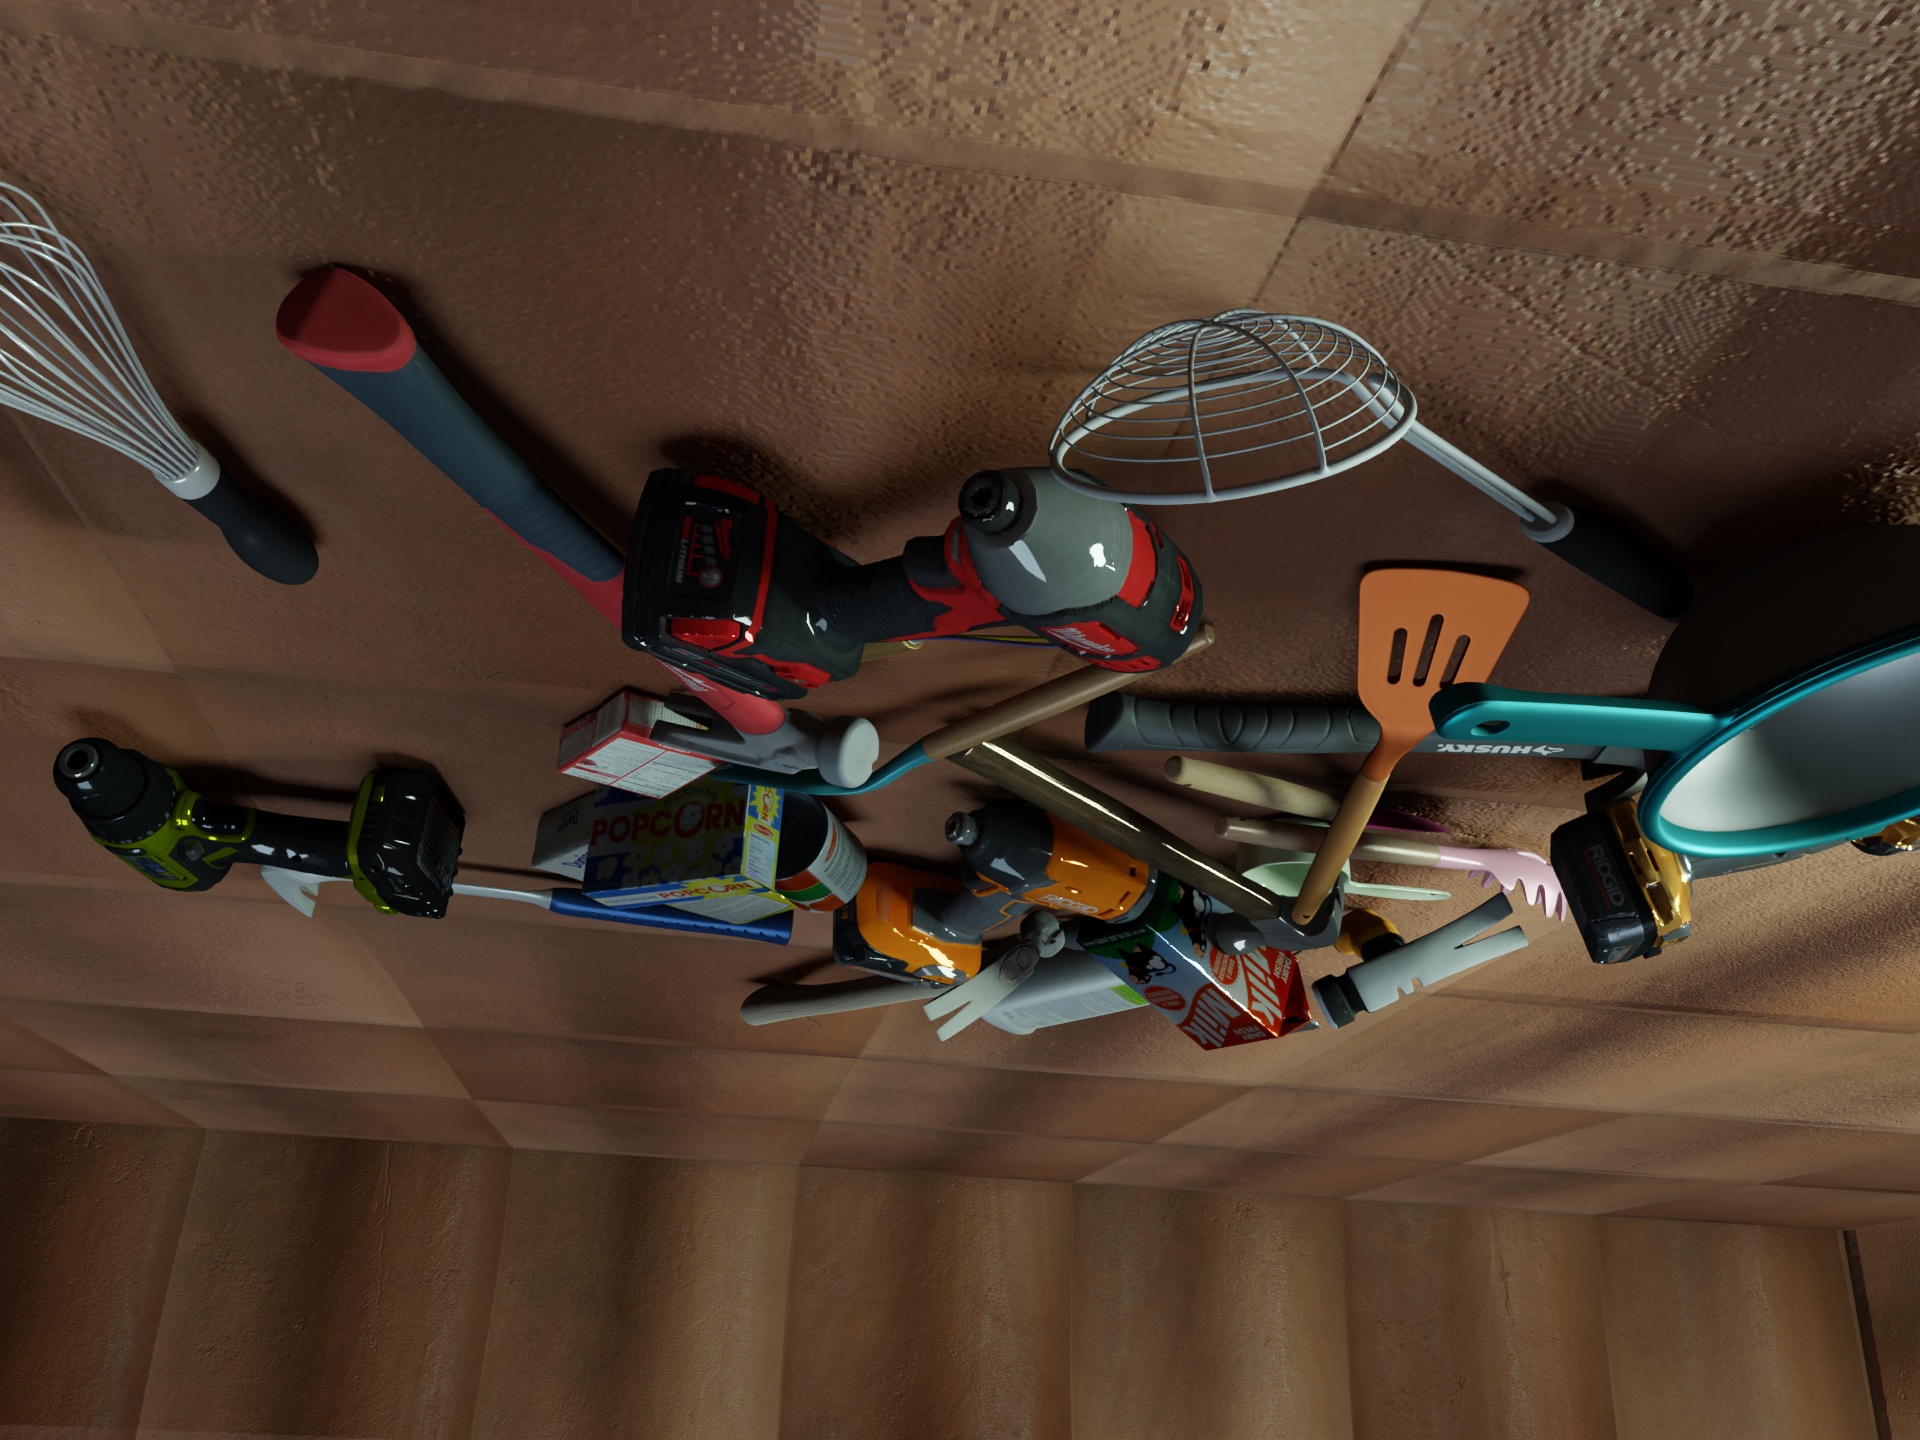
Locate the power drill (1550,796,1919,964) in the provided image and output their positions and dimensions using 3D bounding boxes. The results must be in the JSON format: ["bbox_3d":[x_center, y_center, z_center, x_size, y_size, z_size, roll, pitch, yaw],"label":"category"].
[{"bbox_3d":[0.470,0.072,0.931,0.226,0.084,0.185,-22,159,14],"label":"power drill"}]

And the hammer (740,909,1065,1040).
[{"bbox_3d":[-0.087,0.243,1.398,0.146,0.038,0.410,-33,-172,-39],"label":"hammer"}]

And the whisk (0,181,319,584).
[{"bbox_3d":[-0.329,-0.116,0.642,0.070,0.070,0.284,0,161,5],"label":"whisk"}]

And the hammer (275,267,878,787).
[{"bbox_3d":[-0.178,-0.069,0.739,0.143,0.038,0.385,10,159,29],"label":"hammer"}]

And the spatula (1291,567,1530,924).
[{"bbox_3d":[0.222,0.031,0.871,0.081,0.041,0.322,6,148,1],"label":"spatula"}]

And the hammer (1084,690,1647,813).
[{"bbox_3d":[0.238,0.008,0.897,0.335,0.035,0.146,1,156,3],"label":"hammer"}]

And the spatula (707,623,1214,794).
[{"bbox_3d":[-0.001,-0.003,0.894,0.317,0.044,0.082,-22,174,31],"label":"spatula"}]

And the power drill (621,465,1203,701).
[{"bbox_3d":[-0.025,-0.060,0.651,0.220,0.078,0.143,-1,166,31],"label":"power drill"}]

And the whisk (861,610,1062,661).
[{"bbox_3d":[-0.007,-0.053,0.782,0.245,0.051,0.047,-11,133,38],"label":"whisk"}]

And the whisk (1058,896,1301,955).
[{"bbox_3d":[0.174,0.165,1.262,0.239,0.055,0.055,-8,155,34],"label":"whisk"}]

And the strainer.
[{"bbox_3d":[0.337,-0.027,0.693,0.340,0.095,0.211,3,148,-21],"label":"strainer"}]

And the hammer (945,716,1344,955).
[{"bbox_3d":[0.123,0.078,1.014,0.331,0.031,0.130,30,152,-31],"label":"hammer"}]

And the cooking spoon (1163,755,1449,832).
[{"bbox_3d":[0.211,0.049,0.953,0.069,0.017,0.318,1,172,39],"label":"cooking spoon"}]

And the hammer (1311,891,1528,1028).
[{"bbox_3d":[0.297,0.152,1.095,0.127,0.034,0.337,-26,173,7],"label":"hammer"}]

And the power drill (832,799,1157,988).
[{"bbox_3d":[0.004,0.119,1.126,0.164,0.084,0.226,21,146,-35],"label":"power drill"}]

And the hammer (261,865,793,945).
[{"bbox_3d":[-0.337,0.141,1.264,0.405,0.035,0.144,9,156,-14],"label":"hammer"}]

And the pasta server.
[{"bbox_3d":[0.288,0.093,1.044,0.316,0.040,0.060,9,-170,-31],"label":"pasta server"}]

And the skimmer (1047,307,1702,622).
[{"bbox_3d":[0.193,-0.073,0.642,0.363,0.090,0.127,18,-175,-38],"label":"skimmer"}]

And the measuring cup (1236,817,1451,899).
[{"bbox_3d":[0.269,0.099,1.104,0.167,0.038,0.083,9,156,-20],"label":"measuring cup"}]

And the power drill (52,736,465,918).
[{"bbox_3d":[-0.465,0.069,1.059,0.228,0.080,0.190,6,157,-1],"label":"power drill"}]
